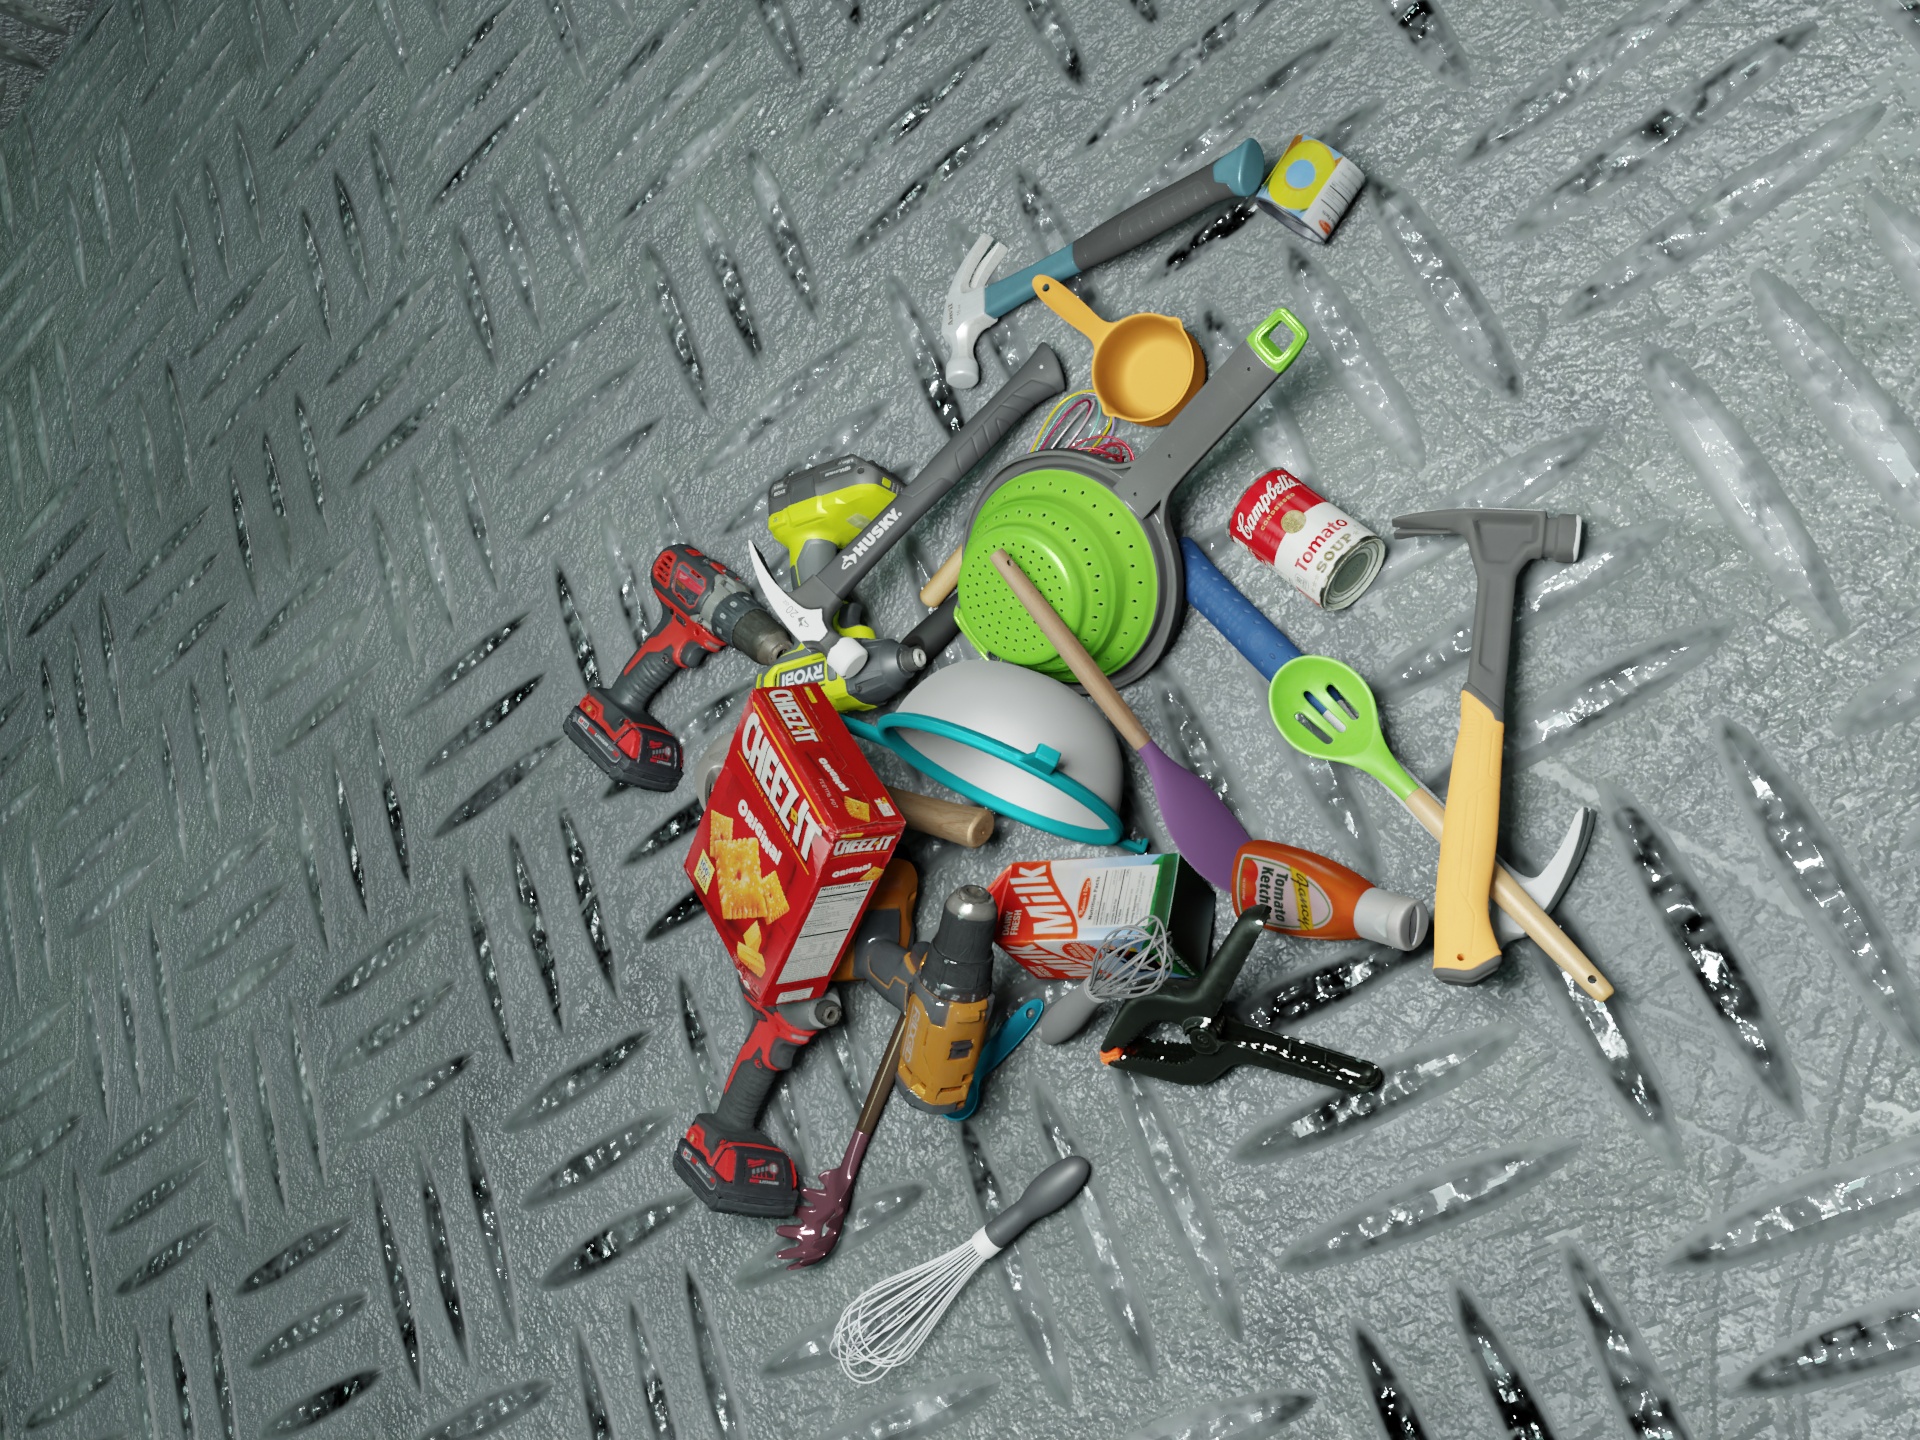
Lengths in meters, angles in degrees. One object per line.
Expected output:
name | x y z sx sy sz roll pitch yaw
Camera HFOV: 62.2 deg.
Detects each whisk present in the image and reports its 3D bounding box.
whisk | 0.000 0.441 1.286 0.284 0.070 0.070 -43 60 16
whisk | 0.040 -0.135 1.361 0.295 0.073 0.073 -42 60 28
whisk | 0.043 -0.192 1.378 0.245 0.047 0.051 -48 61 22
whisk | 0.104 0.204 1.193 0.238 0.055 0.055 121 135 -58

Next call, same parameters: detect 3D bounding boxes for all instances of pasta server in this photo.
pasta server | -0.079 0.327 1.369 0.060 0.040 0.316 28 97 57

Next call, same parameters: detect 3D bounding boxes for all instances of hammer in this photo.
hammer | 0.111 -0.397 1.344 0.331 0.033 0.128 -17 65 40
hammer | -0.035 -0.200 1.369 0.146 0.035 0.335 43 86 18
hammer | -0.109 0.063 1.391 0.331 0.031 0.130 13 55 39
hammer | 0.344 0.011 1.079 0.127 0.034 0.337 4 72 19
hammer | 0.285 -0.003 1.177 0.144 0.035 0.406 -50 58 17

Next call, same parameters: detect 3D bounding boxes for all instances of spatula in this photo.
spatula | 0.121 -0.001 1.197 0.316 0.060 0.018 53 149 -1

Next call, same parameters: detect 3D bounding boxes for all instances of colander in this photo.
colander | 0.110 -0.156 1.212 0.204 0.094 0.397 50 127 9

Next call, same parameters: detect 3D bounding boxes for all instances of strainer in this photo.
strainer | -0.002 -0.004 1.287 0.341 0.210 0.095 18 75 36

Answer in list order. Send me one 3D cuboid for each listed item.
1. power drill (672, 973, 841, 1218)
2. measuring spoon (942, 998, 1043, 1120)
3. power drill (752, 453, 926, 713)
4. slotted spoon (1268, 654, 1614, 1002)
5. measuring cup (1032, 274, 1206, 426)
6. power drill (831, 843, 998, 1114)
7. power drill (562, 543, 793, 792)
power drill | -0.168 0.313 1.391 0.143 0.078 0.220 16 88 57
measuring spoon | 0.029 0.280 1.319 0.128 0.021 0.042 -49 57 7
power drill | -0.105 -0.116 1.429 0.171 0.080 0.223 -14 68 32
slotted spoon | 0.328 0.071 1.095 0.070 0.031 0.314 -42 62 5
measuring cup | 0.129 -0.312 1.317 0.174 0.052 0.095 45 109 21
power drill | -0.041 0.178 1.280 0.226 0.084 0.185 44 129 53
power drill | -0.270 -0.041 1.549 0.188 0.080 0.226 37 100 33
